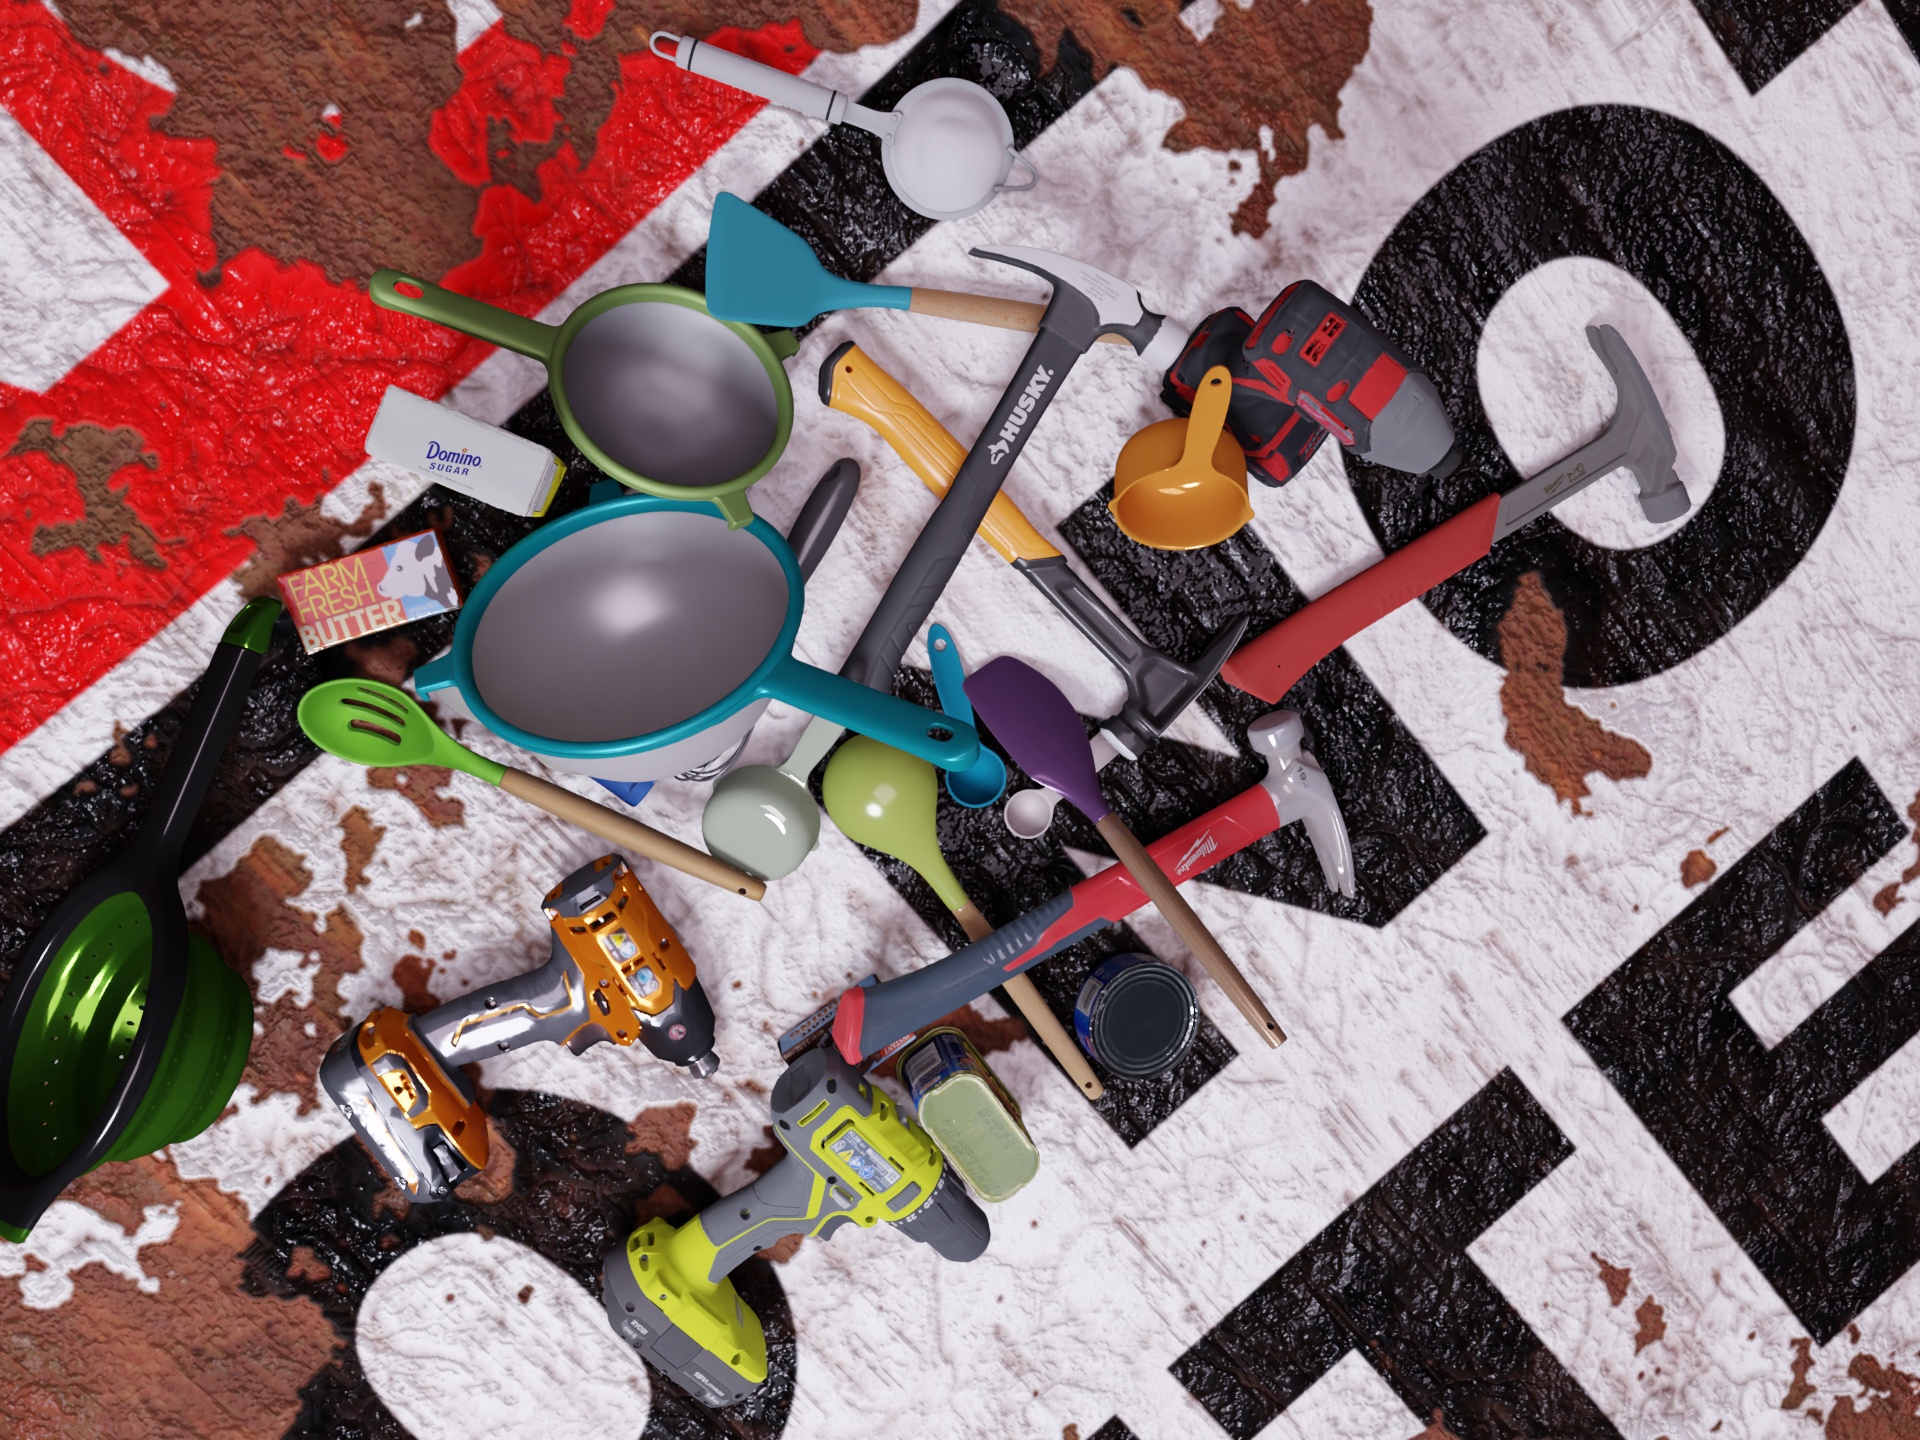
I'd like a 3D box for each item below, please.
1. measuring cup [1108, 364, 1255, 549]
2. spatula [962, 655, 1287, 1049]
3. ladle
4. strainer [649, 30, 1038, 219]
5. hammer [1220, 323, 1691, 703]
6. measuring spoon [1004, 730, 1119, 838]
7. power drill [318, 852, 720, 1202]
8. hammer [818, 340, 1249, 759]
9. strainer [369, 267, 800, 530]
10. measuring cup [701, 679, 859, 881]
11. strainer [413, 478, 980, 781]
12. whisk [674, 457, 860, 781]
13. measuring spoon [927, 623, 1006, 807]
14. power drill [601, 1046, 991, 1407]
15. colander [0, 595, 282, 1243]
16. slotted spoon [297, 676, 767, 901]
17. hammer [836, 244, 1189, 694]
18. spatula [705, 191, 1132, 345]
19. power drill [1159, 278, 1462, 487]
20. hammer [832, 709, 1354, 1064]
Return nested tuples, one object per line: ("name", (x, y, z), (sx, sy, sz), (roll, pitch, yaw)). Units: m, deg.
("measuring cup", (0.146, -0.178, 1.001), (0.095, 0.173, 0.052), (4, 59, -1))
("spatula", (0.112, 0.084, 1.050), (0.060, 0.018, 0.316), (-32, 77, -21))
("ladle", (0.012, 0.141, 1.104), (0.078, 0.062, 0.320), (-33, 110, 3))
("strainer", (-0.071, -0.382, 1.002), (0.258, 0.050, 0.087), (17, 110, -8))
("hammer", (0.336, -0.128, 1.112), (0.359, 0.037, 0.149), (-31, 103, -4))
("measuring spoon", (0.079, 0.035, 1.108), (0.124, 0.018, 0.034), (-41, 101, -8))
("power drill", (-0.276, 0.213, 1.041), (0.226, 0.084, 0.164), (-33, 103, -7))
("hammer", (0.041, -0.129, 1.060), (0.336, 0.034, 0.127), (43, 86, -12))
("strainer", (-0.232, -0.206, 0.972), (0.256, 0.069, 0.152), (18, 62, -15))
("measuring cup", (-0.110, 0.040, 1.024), (0.083, 0.038, 0.167), (33, 122, -5))
("strainer", (-0.136, -0.016, 0.946), (0.340, 0.095, 0.211), (20, 56, 22))
("whisk", (-0.126, -0.066, 1.039), (0.055, 0.055, 0.239), (28, 90, -13))
("measuring spoon", (-0.002, -0.003, 1.088), (0.042, 0.021, 0.128), (-15, 92, -8))
("power drill", (-0.108, 0.353, 1.080), (0.228, 0.080, 0.190), (-40, 111, 3))
("colander", (-0.475, 0.120, 0.983), (0.094, 0.205, 0.397), (30, 75, -46))
("slotted spoon", (-0.270, 0.048, 1.022), (0.313, 0.031, 0.070), (25, 123, -6))
("hammer", (0.000, -0.143, 1.016), (0.146, 0.035, 0.335), (30, 95, -11))
("spatula", (-0.005, -0.271, 1.027), (0.317, 0.044, 0.082), (5, 81, -12))
("power drill", (0.217, -0.201, 0.985), (0.143, 0.220, 0.078), (36, 92, -13))
("hammer", (0.094, 0.140, 1.081), (0.386, 0.038, 0.143), (-27, 104, -15))
